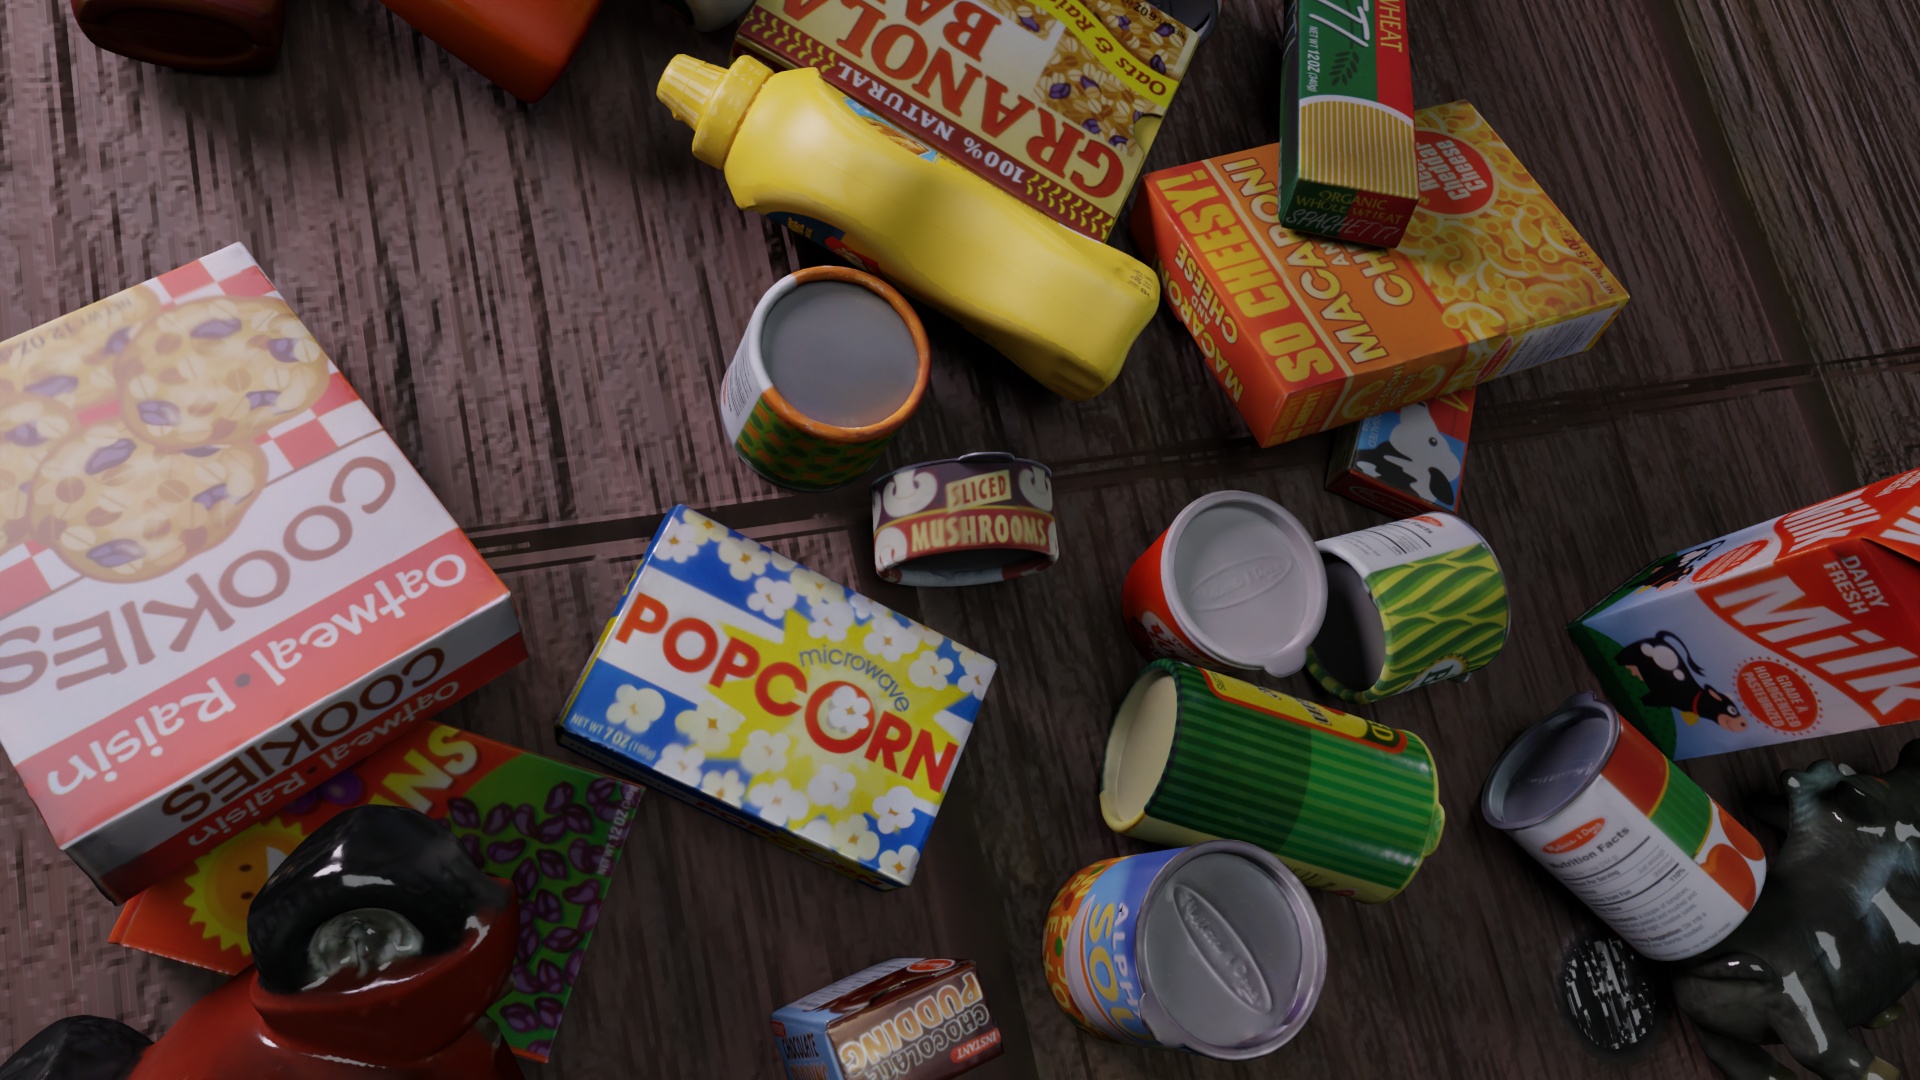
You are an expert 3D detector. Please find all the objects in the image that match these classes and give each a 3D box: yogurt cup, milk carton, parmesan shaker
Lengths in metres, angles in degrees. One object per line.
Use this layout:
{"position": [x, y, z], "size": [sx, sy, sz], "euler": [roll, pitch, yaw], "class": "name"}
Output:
{"position": [0.097, 0.020, 0.530], "size": [0.072, 0.053, 0.072], "euler": [6, 72, -18], "class": "yogurt cup"}
{"position": [0.340, 0.027, 0.538], "size": [0.072, 0.190, 0.073], "euler": [-28, 84, -24], "class": "milk carton"}
{"position": [0.112, 0.087, 0.505], "size": [0.103, 0.071, 0.071], "euler": [18, 69, -13], "class": "parmesan shaker"}

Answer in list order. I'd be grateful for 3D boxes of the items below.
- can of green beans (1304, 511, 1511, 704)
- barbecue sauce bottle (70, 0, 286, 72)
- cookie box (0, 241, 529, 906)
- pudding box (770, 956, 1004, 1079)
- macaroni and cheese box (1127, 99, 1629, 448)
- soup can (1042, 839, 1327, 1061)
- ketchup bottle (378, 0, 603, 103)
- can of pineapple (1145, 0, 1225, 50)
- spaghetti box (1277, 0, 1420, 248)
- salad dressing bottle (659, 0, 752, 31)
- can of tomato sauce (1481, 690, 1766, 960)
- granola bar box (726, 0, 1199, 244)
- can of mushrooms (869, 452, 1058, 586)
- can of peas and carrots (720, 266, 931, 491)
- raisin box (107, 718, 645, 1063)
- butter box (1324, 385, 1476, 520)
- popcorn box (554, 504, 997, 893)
{"position": [0.171, 0.027, 0.548], "size": [0.058, 0.071, 0.071], "euler": [-13, 78, -22], "class": "can of green beans"}
{"position": [-0.272, -0.240, 0.489], "size": [0.065, 0.043, 0.149], "euler": [0, 73, -24], "class": "barbecue sauce bottle"}
{"position": [-0.225, 0.000, 0.404], "size": [0.123, 0.040, 0.168], "euler": [-33, 66, -25], "class": "cookie box"}
{"position": [-0.025, 0.152, 0.430], "size": [0.050, 0.083, 0.030], "euler": [-17, 80, -23], "class": "pudding box"}
{"position": [0.171, -0.115, 0.582], "size": [0.167, 0.040, 0.124], "euler": [-17, 62, -17], "class": "macaroni and cheese box"}
{"position": [0.070, 0.139, 0.467], "size": [0.071, 0.083, 0.071], "euler": [6, 72, -17], "class": "soup can"}
{"position": [-0.199, -0.221, 0.484], "size": [0.148, 0.043, 0.065], "euler": [31, 57, -29], "class": "ketchup bottle"}
{"position": [0.088, -0.257, 0.608], "size": [0.071, 0.070, 0.058], "euler": [28, 66, -9], "class": "can of pineapple"}
{"position": [0.169, -0.229, 0.614], "size": [0.050, 0.028, 0.251], "euler": [10, 56, -1], "class": "spaghetti box"}
{"position": [-0.132, -0.240, 0.492], "size": [0.044, 0.147, 0.064], "euler": [-49, 55, 10], "class": "salad dressing bottle"}
{"position": [0.264, 0.114, 0.554], "size": [0.083, 0.071, 0.071], "euler": [41, 65, -4], "class": "can of tomato sauce"}
{"position": [0.004, -0.200, 0.575], "size": [0.165, 0.039, 0.124], "euler": [28, 67, -9], "class": "granola bar box"}
{"position": [0.002, -0.006, 0.496], "size": [0.071, 0.071, 0.033], "euler": [0, 75, -19], "class": "can of mushrooms"}
{"position": [-0.047, -0.057, 0.502], "size": [0.071, 0.058, 0.071], "euler": [5, 72, -18], "class": "can of peas and carrots"}
{"position": [-0.170, 0.098, 0.421], "size": [0.123, 0.040, 0.086], "euler": [21, 69, -11], "class": "raisin box"}
{"position": [0.196, -0.061, 0.607], "size": [0.053, 0.024, 0.104], "euler": [22, 67, -11], "class": "butter box"}
{"position": [-0.061, 0.055, 0.473], "size": [0.127, 0.038, 0.085], "euler": [27, 66, -10], "class": "popcorn box"}
